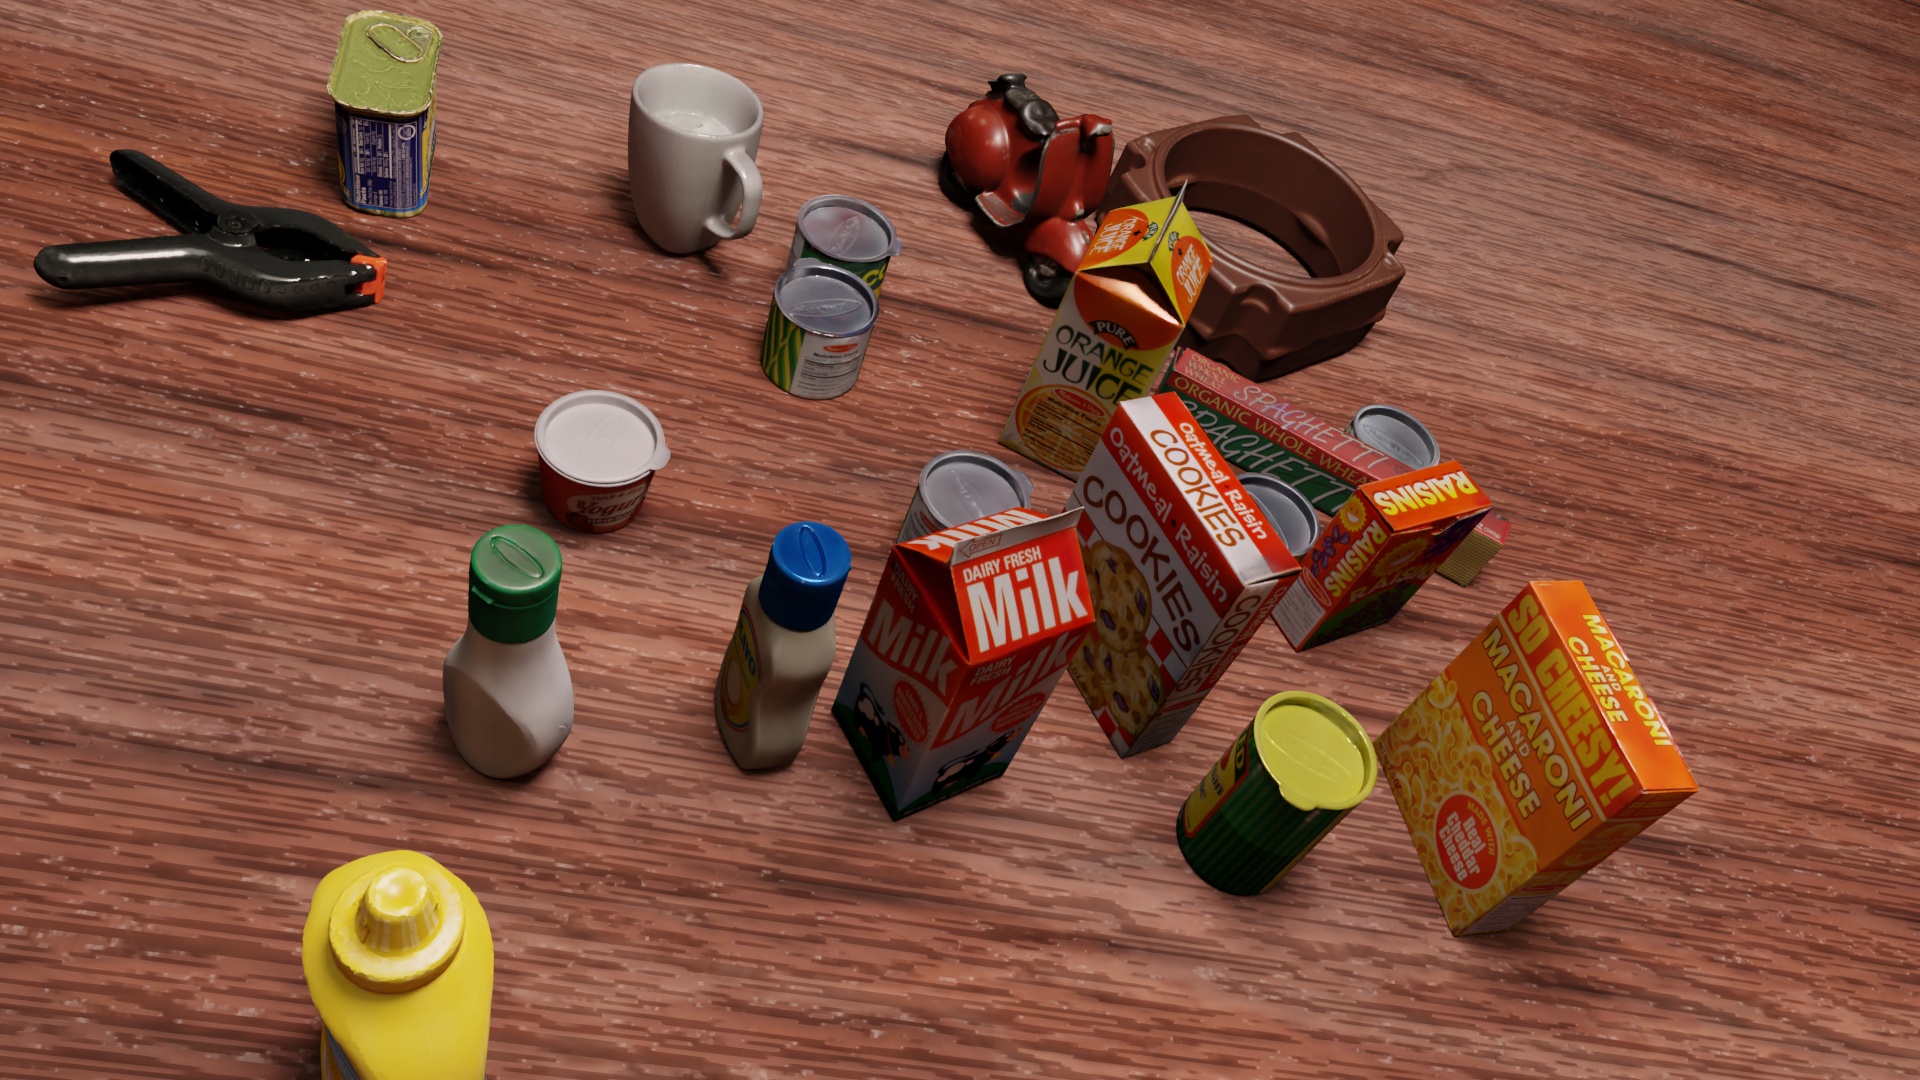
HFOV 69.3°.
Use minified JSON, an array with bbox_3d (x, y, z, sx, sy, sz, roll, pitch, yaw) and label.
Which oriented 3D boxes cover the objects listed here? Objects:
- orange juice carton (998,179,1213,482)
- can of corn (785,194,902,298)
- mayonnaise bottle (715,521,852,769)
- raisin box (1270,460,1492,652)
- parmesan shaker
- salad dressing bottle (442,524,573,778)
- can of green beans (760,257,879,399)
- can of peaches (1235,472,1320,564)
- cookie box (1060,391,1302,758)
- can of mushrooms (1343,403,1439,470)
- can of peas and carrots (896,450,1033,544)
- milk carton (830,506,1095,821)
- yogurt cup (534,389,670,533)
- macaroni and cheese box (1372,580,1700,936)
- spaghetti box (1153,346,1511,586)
[{"bbox_3d":[0.094,-0.128,0.852,0.073,0.191,0.072,27,48,2],"label":"orange juice carton"},{"bbox_3d":[-0.079,-0.186,0.927,0.071,0.058,0.071,10,49,-12],"label":"can of corn"},{"bbox_3d":[-0.086,0.049,0.668,0.041,0.147,0.065,-6,54,-25],"label":"mayonnaise bottle"},{"bbox_3d":[0.252,0.011,0.842,0.086,0.122,0.040,-13,58,-29],"label":"raisin box"},{"bbox_3d":[0.160,0.135,0.718,0.071,0.102,0.072,10,49,-12],"label":"parmesan shaker"},{"bbox_3d":[-0.202,0.052,0.623,0.064,0.146,0.044,36,49,11],"label":"salad dressing bottle"},{"bbox_3d":[-0.090,-0.132,0.878,0.071,0.057,0.071,10,49,-12],"label":"can of green beans"},{"bbox_3d":[0.180,0.001,0.868,0.071,0.057,0.071,10,49,-12],"label":"can of peaches"},{"bbox_3d":[0.101,0.021,0.748,0.040,0.166,0.123,-13,57,-29],"label":"cookie box"},{"bbox_3d":[0.299,-0.061,0.980,0.071,0.033,0.071,10,49,-12],"label":"can of mushrooms"},{"bbox_3d":[0.003,-0.010,0.810,0.071,0.058,0.071,10,49,-12],"label":"can of peas and carrots"},{"bbox_3d":[0.002,0.051,0.670,0.072,0.189,0.073,-17,59,-31],"label":"milk carton"},{"bbox_3d":[-0.200,-0.041,0.764,0.072,0.053,0.073,10,49,-12],"label":"yogurt cup"},{"bbox_3d":[0.298,0.118,0.741,0.040,0.165,0.124,1,52,-20],"label":"macaroni and cheese box"},{"bbox_3d":[0.246,-0.050,0.940,0.250,0.049,0.029,29,48,4],"label":"spaghetti box"}]
